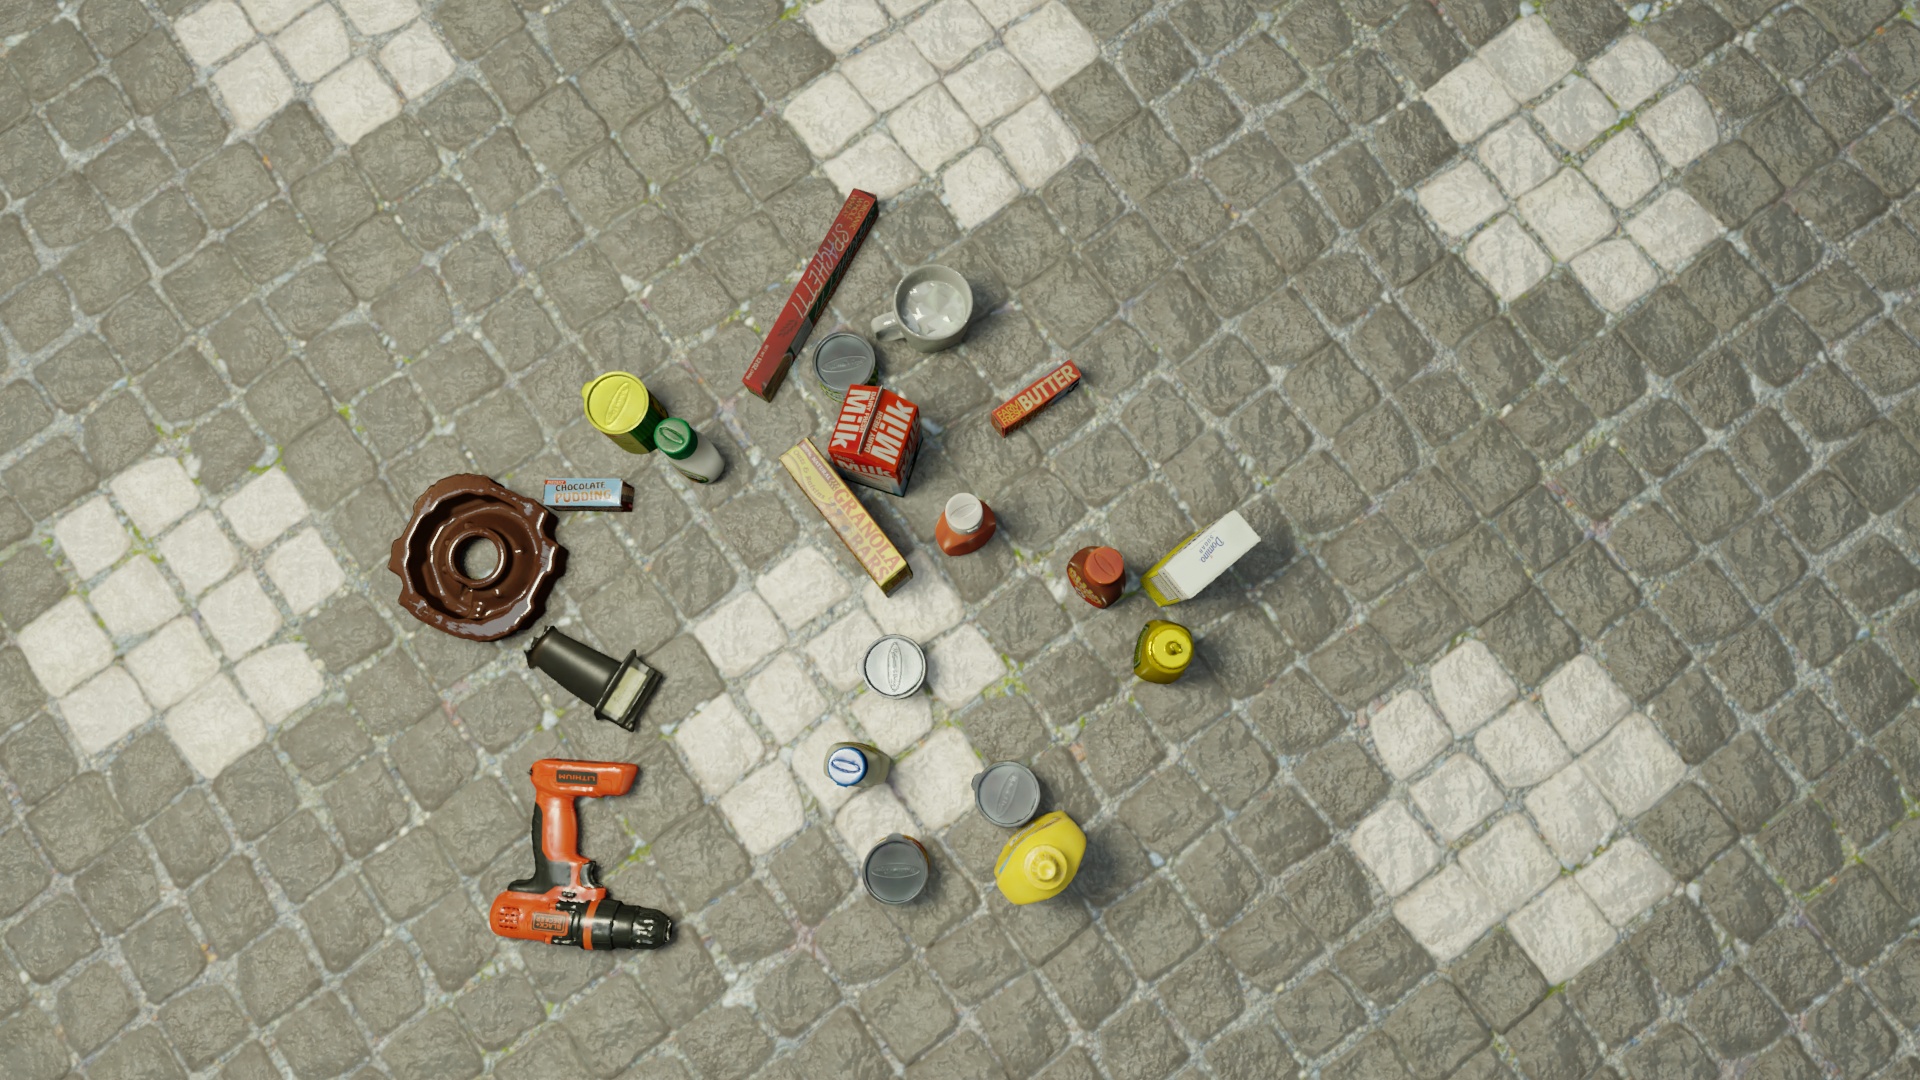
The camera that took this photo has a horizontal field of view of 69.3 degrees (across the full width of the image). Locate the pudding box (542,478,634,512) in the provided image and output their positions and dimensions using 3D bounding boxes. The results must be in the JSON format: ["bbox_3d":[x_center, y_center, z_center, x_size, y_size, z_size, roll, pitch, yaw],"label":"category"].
[{"bbox_3d":[-0.393,-0.048,1.470,0.084,0.049,0.030,1,82,1],"label":"pudding box"}]

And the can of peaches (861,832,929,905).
[{"bbox_3d":[-0.064,0.330,1.406,0.071,0.058,0.071,0,82,1],"label":"can of peaches"}]

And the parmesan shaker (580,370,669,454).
[{"bbox_3d":[-0.350,-0.134,1.456,0.071,0.103,0.071,0,82,1],"label":"parmesan shaker"}]

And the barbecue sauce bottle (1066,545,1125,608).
[{"bbox_3d":[0.140,0.033,1.403,0.044,0.148,0.065,-41,83,-5],"label":"barbecue sauce bottle"}]

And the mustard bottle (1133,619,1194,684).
[{"bbox_3d":[0.204,0.109,1.385,0.049,0.160,0.065,14,82,3],"label":"mustard bottle"}]

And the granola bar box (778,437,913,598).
[{"bbox_3d":[-0.114,-0.021,1.426,0.039,0.124,0.165,-38,83,-4],"label":"granola bar box"}]

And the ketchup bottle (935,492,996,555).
[{"bbox_3d":[0.005,-0.018,1.412,0.065,0.148,0.043,-27,83,-3],"label":"ketchup bottle"}]

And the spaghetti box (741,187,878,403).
[{"bbox_3d":[-0.160,-0.266,1.501,0.029,0.050,0.250,28,83,4],"label":"spaghetti box"}]

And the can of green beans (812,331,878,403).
[{"bbox_3d":[-0.122,-0.184,1.484,0.071,0.057,0.071,0,82,1],"label":"can of green beans"}]

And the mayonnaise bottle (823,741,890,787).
[{"bbox_3d":[-0.106,0.222,1.377,0.065,0.148,0.041,14,83,3],"label":"mayonnaise bottle"}]

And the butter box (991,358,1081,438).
[{"bbox_3d":[0.080,-0.150,1.479,0.103,0.053,0.024,-35,83,-4],"label":"butter box"}]

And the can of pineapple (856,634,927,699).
[{"bbox_3d":[-0.069,0.131,1.436,0.071,0.058,0.071,0,82,1],"label":"can of pineapple"}]

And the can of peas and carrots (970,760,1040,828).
[{"bbox_3d":[0.045,0.257,1.415,0.071,0.058,0.071,0,82,1],"label":"can of peas and carrots"}]

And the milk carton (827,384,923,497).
[{"bbox_3d":[-0.085,-0.102,1.404,0.073,0.190,0.072,18,83,3],"label":"milk carton"}]

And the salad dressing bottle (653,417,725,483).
[{"bbox_3d":[-0.281,-0.093,1.427,0.064,0.147,0.044,31,84,5],"label":"salad dressing bottle"}]
